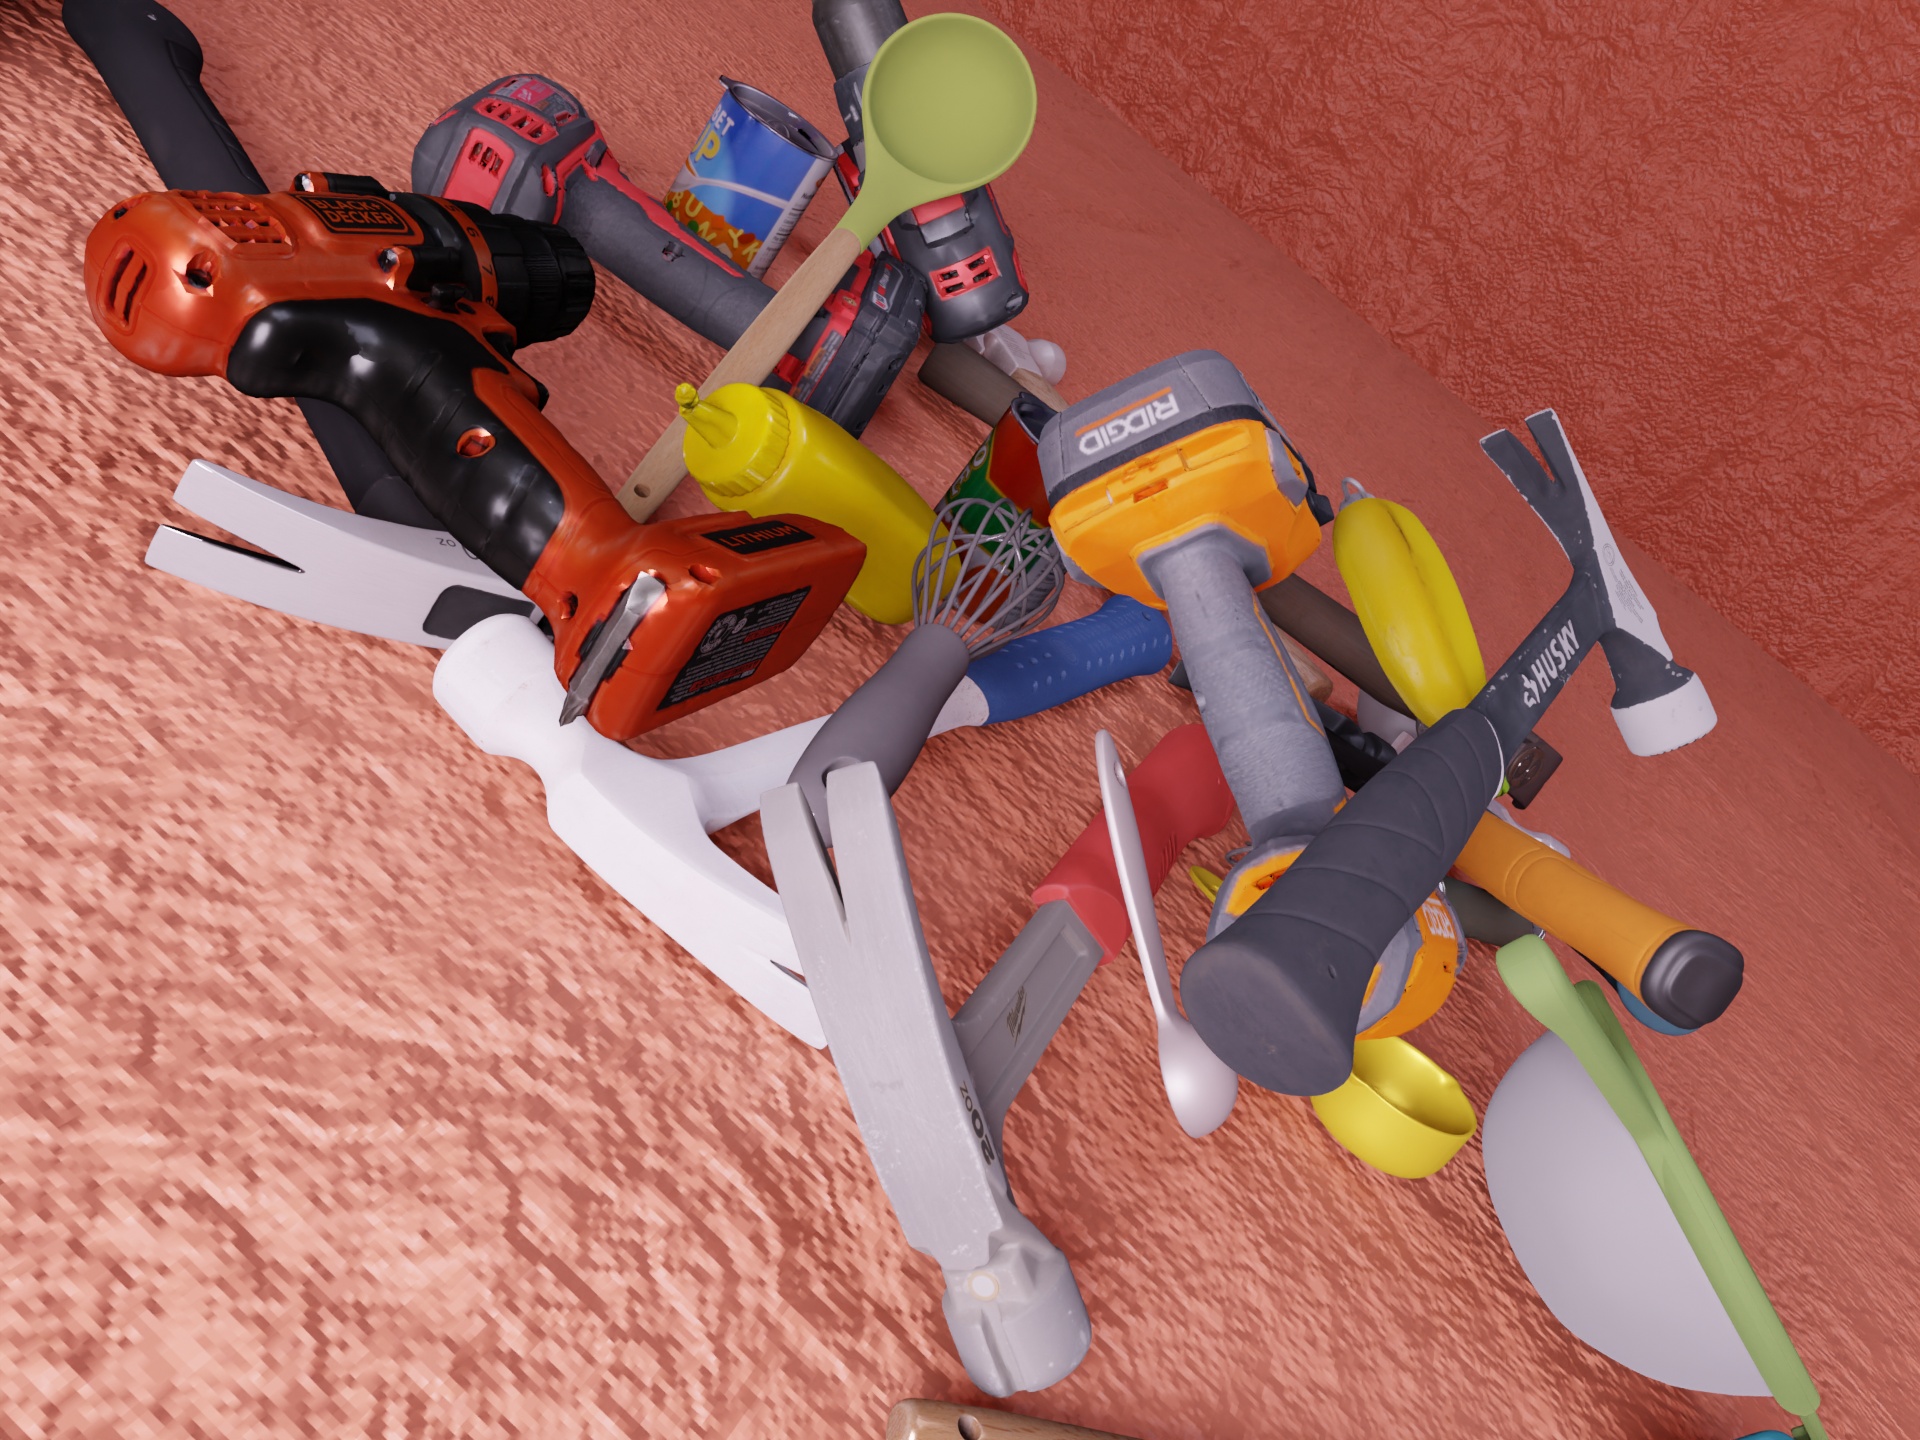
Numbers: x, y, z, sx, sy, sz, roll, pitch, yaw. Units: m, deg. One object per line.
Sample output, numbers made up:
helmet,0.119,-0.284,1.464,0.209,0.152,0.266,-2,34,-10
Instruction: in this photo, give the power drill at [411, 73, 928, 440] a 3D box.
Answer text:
power drill,-0.128,-0.216,0.729,0.219,0.078,0.143,29,27,-14

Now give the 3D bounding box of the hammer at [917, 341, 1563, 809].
hammer,0.124,-0.090,0.816,0.411,0.038,0.146,41,11,32

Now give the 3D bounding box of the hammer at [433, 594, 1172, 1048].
hammer,-0.001,-0.002,0.586,0.144,0.035,0.405,45,26,13

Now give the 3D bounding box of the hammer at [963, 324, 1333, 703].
hammer,0.100,-0.129,0.935,0.130,0.031,0.332,2,44,-52

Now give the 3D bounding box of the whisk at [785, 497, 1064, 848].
whisk,-0.010,-0.023,0.515,0.055,0.055,0.239,37,29,-3

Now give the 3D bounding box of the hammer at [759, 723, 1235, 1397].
hammer,0.042,0.046,0.513,0.149,0.037,0.359,71,21,-7

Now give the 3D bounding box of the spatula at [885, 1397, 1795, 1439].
spatula,0.122,0.202,0.403,0.317,0.044,0.082,24,36,-26

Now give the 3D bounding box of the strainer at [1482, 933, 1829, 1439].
strainer,0.197,0.143,0.514,0.256,0.069,0.152,45,22,-42

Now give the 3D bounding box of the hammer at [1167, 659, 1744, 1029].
hammer,0.192,0.035,0.649,0.127,0.034,0.337,30,7,-17

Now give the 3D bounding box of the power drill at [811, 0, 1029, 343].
power drill,-0.027,-0.302,0.863,0.227,0.080,0.187,-100,166,-75

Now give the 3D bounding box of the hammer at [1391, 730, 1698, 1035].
hammer,0.267,0.072,0.732,0.128,0.033,0.331,35,10,-2

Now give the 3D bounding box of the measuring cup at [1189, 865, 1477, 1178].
measuring cup,0.127,0.110,0.597,0.062,0.029,0.157,13,24,-38

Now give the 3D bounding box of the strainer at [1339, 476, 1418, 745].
strainer,0.229,-0.039,0.852,0.087,0.050,0.258,45,-10,42

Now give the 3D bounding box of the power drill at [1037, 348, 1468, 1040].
power drill,0.112,0.002,0.560,0.164,0.084,0.227,22,48,-62

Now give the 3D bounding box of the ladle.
ladle,-0.054,-0.189,0.648,0.078,0.062,0.320,33,54,-5

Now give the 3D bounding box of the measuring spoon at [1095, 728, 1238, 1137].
measuring spoon,0.062,0.061,0.474,0.034,0.018,0.124,9,66,-66

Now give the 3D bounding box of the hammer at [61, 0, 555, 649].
hammer,-0.230,-0.146,0.520,0.146,0.035,0.335,2,43,-53

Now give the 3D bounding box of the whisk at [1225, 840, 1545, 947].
whisk,0.204,0.078,0.722,0.246,0.059,0.058,19,68,-43

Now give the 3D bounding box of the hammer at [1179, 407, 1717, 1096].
hammer,0.165,0.000,0.503,0.409,0.036,0.149,-30,95,-53
